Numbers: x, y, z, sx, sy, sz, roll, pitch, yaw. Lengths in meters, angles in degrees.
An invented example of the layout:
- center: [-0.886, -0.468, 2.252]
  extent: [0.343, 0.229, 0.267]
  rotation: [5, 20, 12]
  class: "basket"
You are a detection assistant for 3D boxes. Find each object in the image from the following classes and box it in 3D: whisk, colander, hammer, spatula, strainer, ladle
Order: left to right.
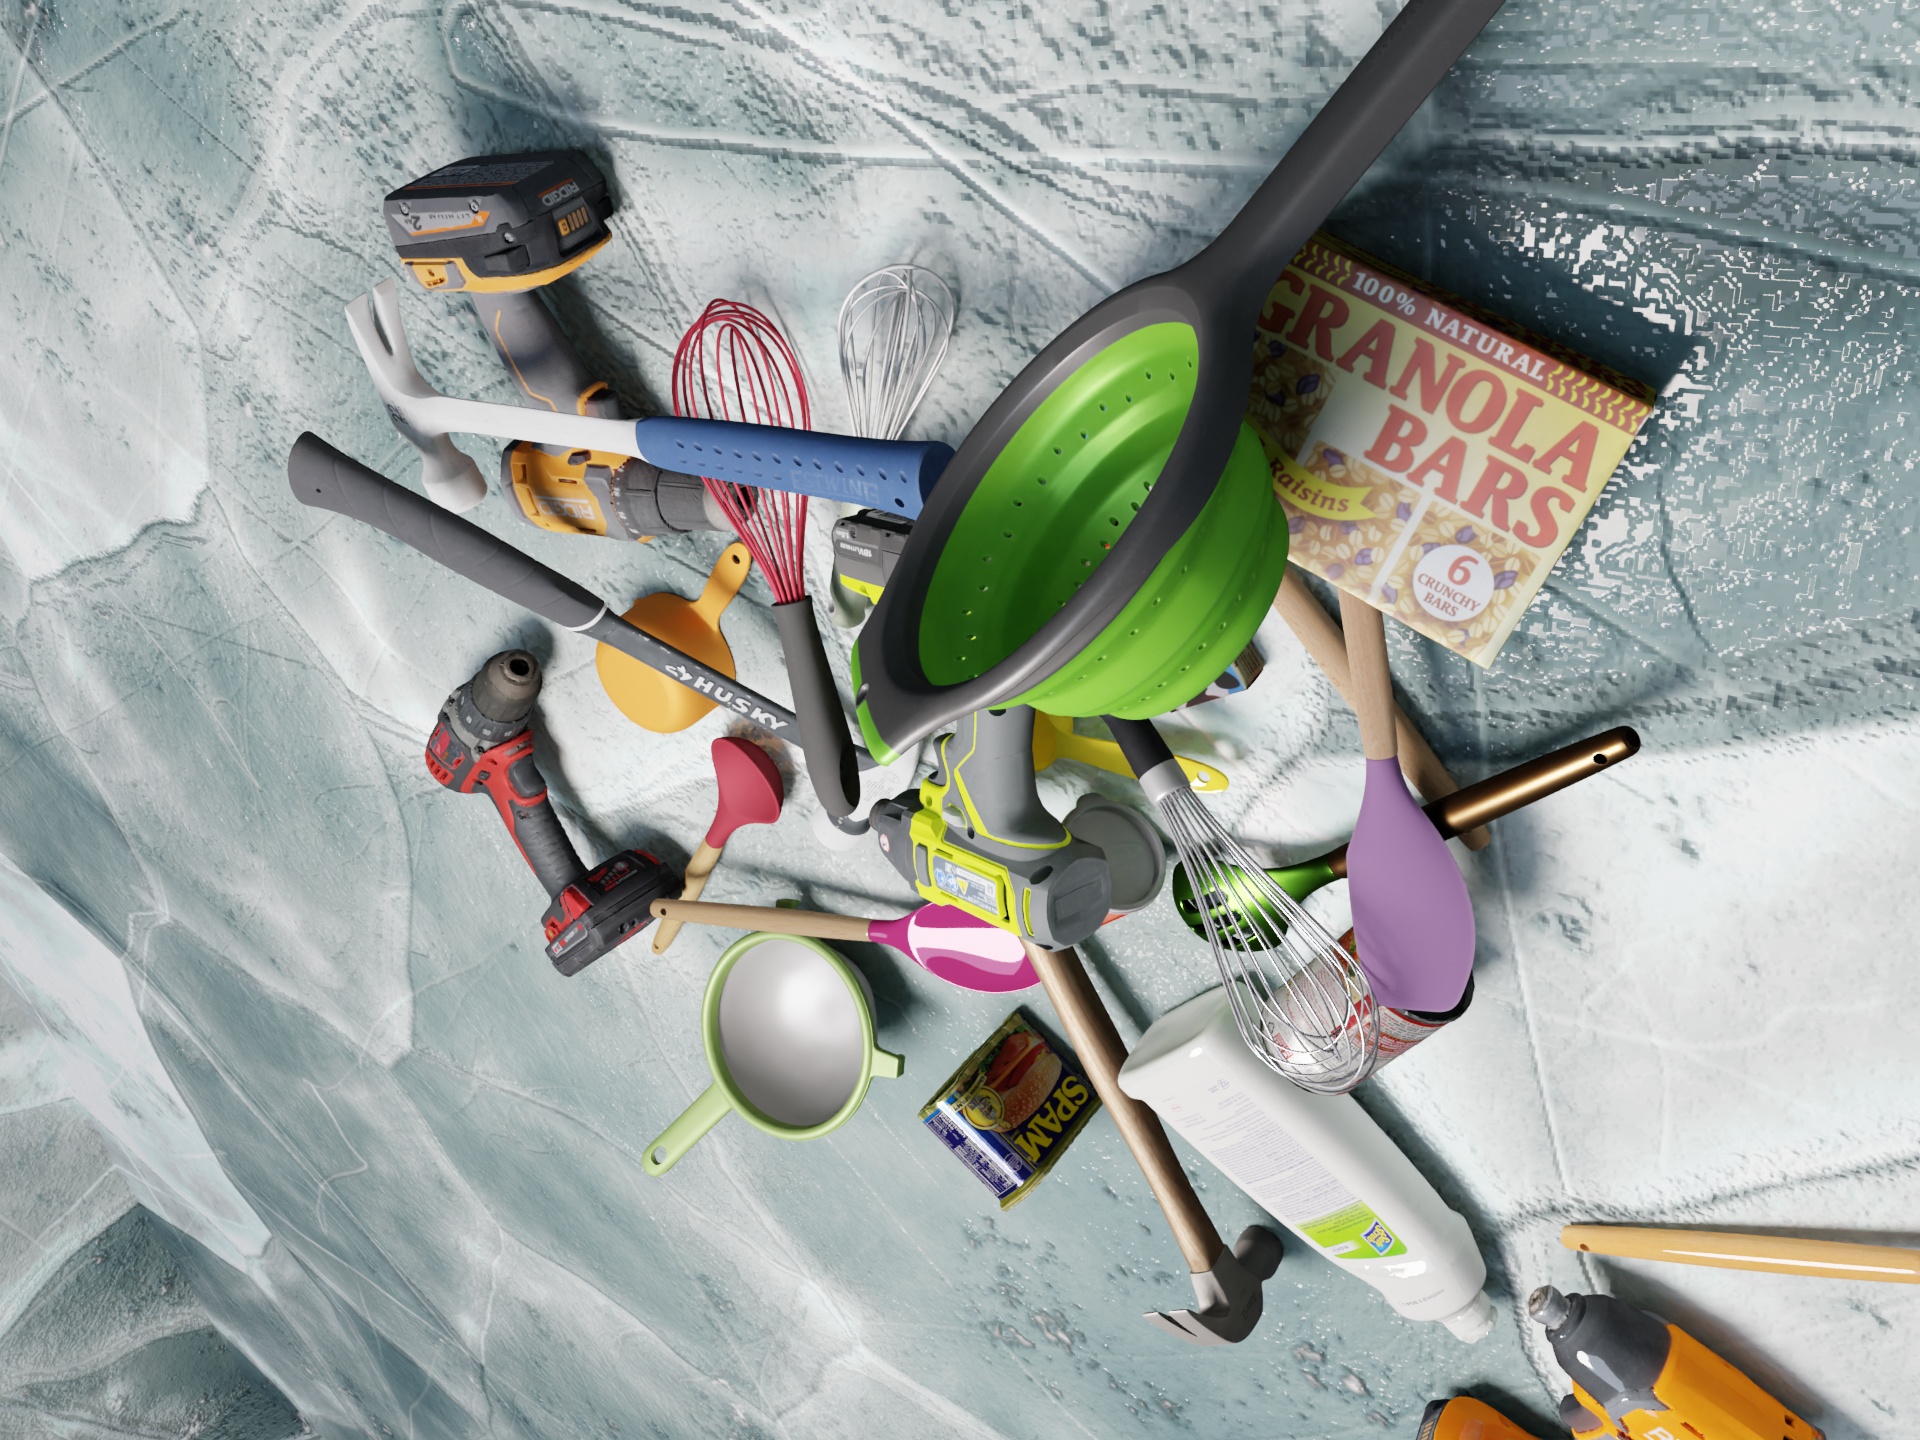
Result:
- center: [-0.204, -0.055, 0.947]
  extent: [0.408, 0.036, 0.149]
  rotation: [29, 136, -14]
  class: "hammer"
- center: [-0.173, -0.151, 0.829]
  extent: [0.406, 0.035, 0.143]
  rotation: [14, 138, 34]
  class: "hammer"
- center: [-0.186, 0.101, 1.164]
  extent: [0.069, 0.031, 0.315]
  rotation: [47, 141, 10]
  class: "ladle"
- center: [-0.142, 0.254, 1.167]
  extent: [0.256, 0.069, 0.152]
  rotation: [-46, 70, 25]
  class: "strainer"
- center: [-0.099, -0.085, 0.883]
  extent: [0.073, 0.073, 0.295]
  rotation: [-1, 108, 40]
  class: "whisk"
- center: [-0.047, -0.138, 0.854]
  extent: [0.246, 0.059, 0.058]
  rotation: [105, 157, -48]
  class: "whisk"
- center: [0.102, 0.236, 0.983]
  extent: [0.031, 0.130, 0.331]
  rotation: [-24, 96, 33]
  class: "hammer"
- center: [0.119, 0.059, 0.803]
  extent: [0.285, 0.070, 0.070]
  rotation: [60, 142, 20]
  class: "whisk"
- center: [0.113, -0.127, 0.611]
  extent: [0.094, 0.205, 0.397]
  rotation: [33, 108, -24]
  class: "colander"
- center: [0.152, -0.056, 0.751]
  extent: [0.082, 0.044, 0.317]
  rotation: [-37, 97, 25]
  class: "spatula"
- center: [0.192, -0.008, 0.731]
  extent: [0.060, 0.018, 0.315]
  rotation: [-2, 108, 34]
  class: "spatula"
- center: [0.445, 0.257, 0.771]
  extent: [0.322, 0.041, 0.081]
  rotation: [-15, 111, 49]
  class: "spatula"

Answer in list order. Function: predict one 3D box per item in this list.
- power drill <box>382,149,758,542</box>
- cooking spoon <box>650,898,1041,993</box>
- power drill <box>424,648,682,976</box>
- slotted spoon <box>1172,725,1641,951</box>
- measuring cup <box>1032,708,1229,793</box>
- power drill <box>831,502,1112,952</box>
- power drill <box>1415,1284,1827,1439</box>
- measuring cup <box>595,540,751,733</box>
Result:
- center: [-0.216, -0.204, 0.915]
  extent: [0.185, 0.084, 0.226]
  rotation: [11, 132, 34]
  class: "power drill"
- center: [-0.081, 0.140, 1.079]
  extent: [0.319, 0.017, 0.068]
  rotation: [2, 105, 27]
  class: "cooking spoon"
- center: [-0.306, 0.063, 1.182]
  extent: [0.227, 0.080, 0.188]
  rotation: [55, 142, 3]
  class: "power drill"
- center: [0.204, 0.063, 0.790]
  extent: [0.070, 0.031, 0.313]
  rotation: [47, 143, -5]
  class: "slotted spoon"
- center: [0.079, 0.010, 0.877]
  extent: [0.157, 0.029, 0.062]
  rotation: [15, 129, 27]
  class: "measuring cup"
- center: [-0.001, -0.003, 0.851]
  extent: [0.171, 0.080, 0.223]
  rotation: [19, 122, 47]
  class: "power drill"
- center: [0.353, 0.414, 0.919]
  extent: [0.164, 0.084, 0.226]
  rotation: [35, 134, 6]
  class: "power drill"
- center: [-0.180, -0.054, 1.017]
  extent: [0.095, 0.052, 0.173]
  rotation: [45, 140, 2]
  class: "measuring cup"
